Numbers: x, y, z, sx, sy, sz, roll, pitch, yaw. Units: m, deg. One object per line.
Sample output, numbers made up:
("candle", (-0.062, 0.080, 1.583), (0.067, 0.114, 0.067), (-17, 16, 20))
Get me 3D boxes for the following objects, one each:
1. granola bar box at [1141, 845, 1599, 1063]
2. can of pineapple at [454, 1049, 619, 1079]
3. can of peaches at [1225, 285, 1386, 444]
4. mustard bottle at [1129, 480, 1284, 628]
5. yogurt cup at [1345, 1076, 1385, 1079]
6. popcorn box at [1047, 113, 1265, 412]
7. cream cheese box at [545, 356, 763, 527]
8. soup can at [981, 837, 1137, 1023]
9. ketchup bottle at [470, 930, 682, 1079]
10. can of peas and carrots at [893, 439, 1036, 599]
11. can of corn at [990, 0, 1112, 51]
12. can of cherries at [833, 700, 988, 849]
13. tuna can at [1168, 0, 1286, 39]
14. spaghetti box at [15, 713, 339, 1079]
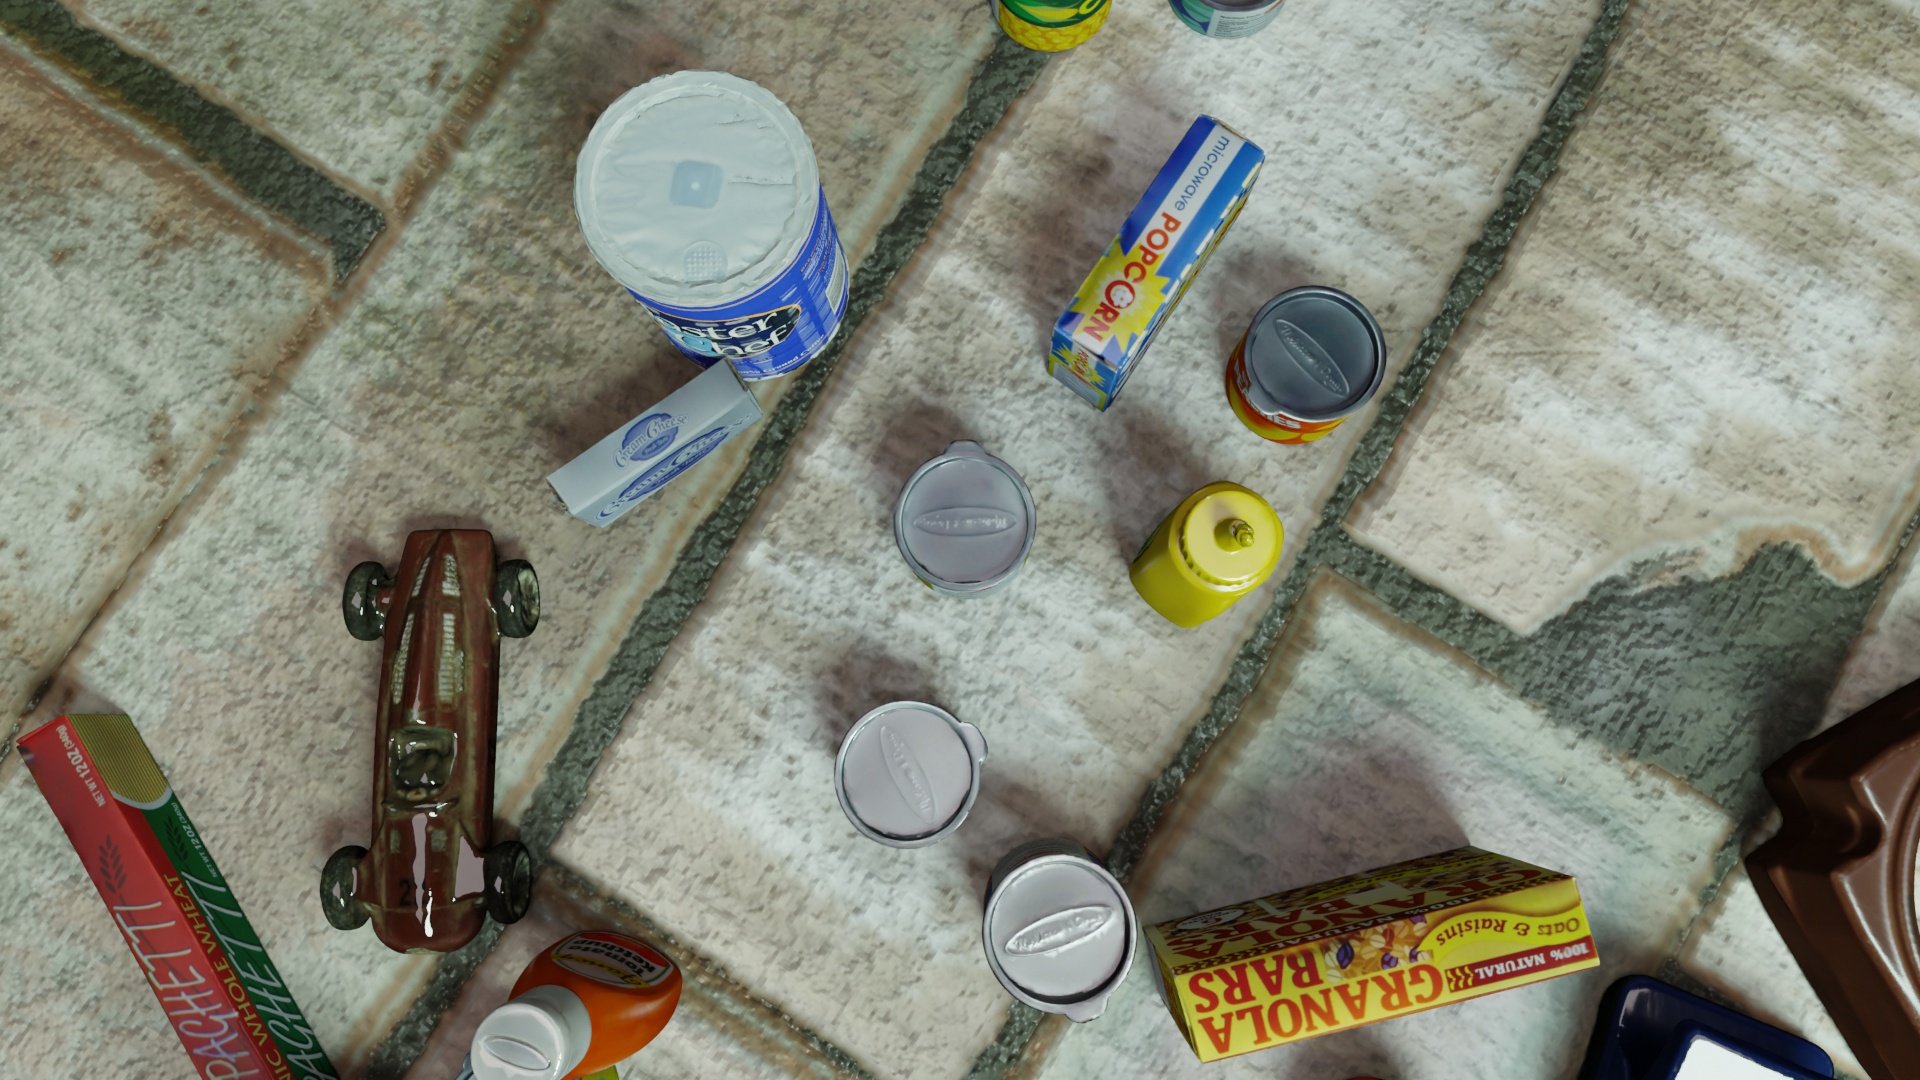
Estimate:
("granola bar box", (0.170, 0.177, 0.606), (0.166, 0.124, 0.039), (-14, 83, -1))
("can of pineapple", (-0.195, 0.258, 0.635), (0.071, 0.058, 0.071), (0, 83, 1))
("can of peaches", (0.164, -0.082, 0.674), (0.071, 0.058, 0.071), (0, 83, 1))
("mustard bottle", (0.112, 0.003, 0.612), (0.049, 0.160, 0.065), (42, 86, 6))
("yogurt cup", (0.191, 0.277, 0.628), (0.072, 0.054, 0.072), (0, 83, 1))
("popcorn box", (0.092, -0.131, 0.668), (0.038, 0.085, 0.127), (34, 84, 5))
("cream cheese box", (-0.146, -0.046, 0.677), (0.104, 0.053, 0.024), (-35, 84, -3))
("soup can", (0.044, 0.174, 0.629), (0.071, 0.083, 0.071), (0, 83, 1))
("ketchup bottle", (-0.166, 0.203, 0.596), (0.065, 0.148, 0.043), (19, 84, 3))
("can of peas and carrots", (0.002, -0.008, 0.667), (0.071, 0.058, 0.071), (0, 83, 1))
("can of corn", (0.050, -0.290, 0.704), (0.071, 0.058, 0.071), (0, 83, 1))
("can of cherries", (-0.021, 0.108, 0.652), (0.071, 0.058, 0.071), (0, 83, 1))
("tuna can", (0.138, -0.298, 0.716), (0.071, 0.033, 0.071), (0, 83, 1))
("spaghetti box", (-0.357, 0.191, 0.651), (0.029, 0.050, 0.250), (-34, 83, -3))
